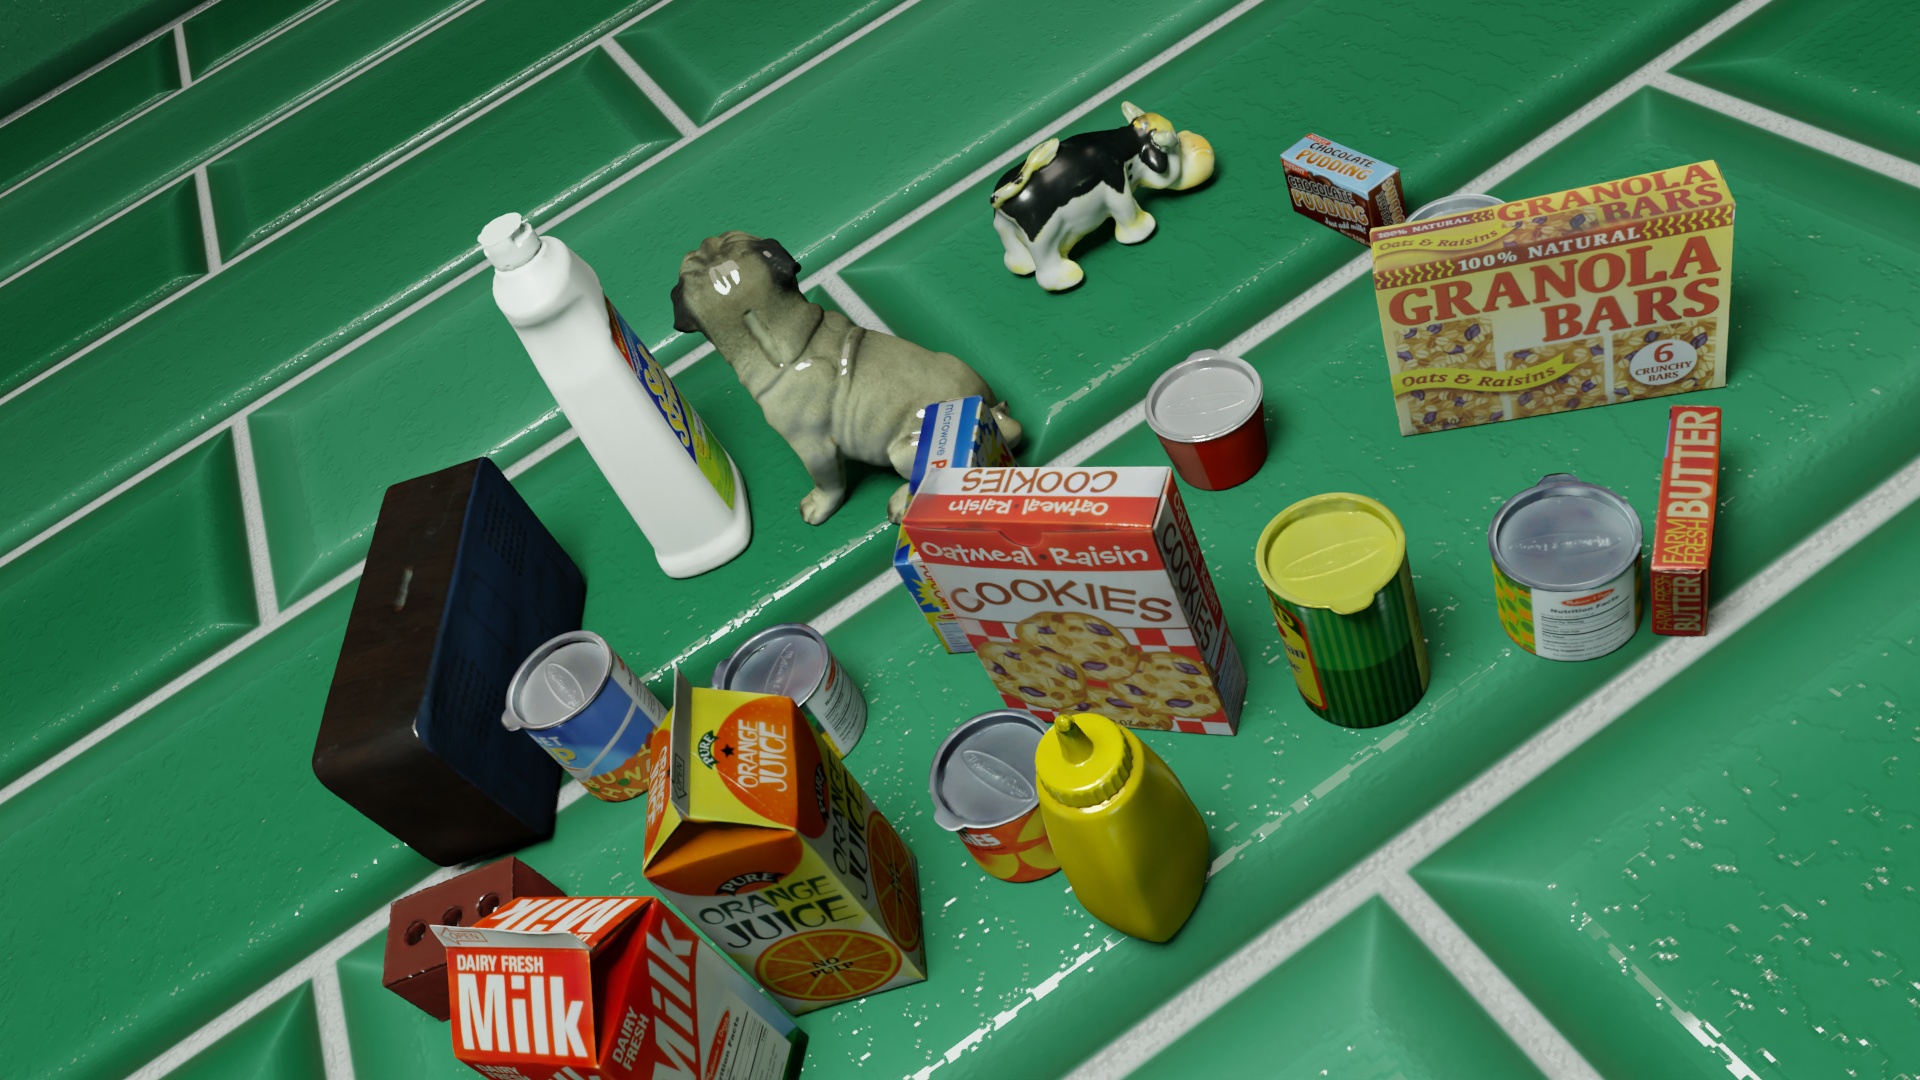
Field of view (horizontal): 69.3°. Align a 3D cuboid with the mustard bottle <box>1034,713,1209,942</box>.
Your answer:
[{"bbox_3d":[0.066,0.116,0.602,0.049,0.159,0.065,14,58,35],"label":"mustard bottle"}]

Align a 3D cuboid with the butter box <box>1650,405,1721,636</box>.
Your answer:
[{"bbox_3d":[0.345,-0.010,0.659,0.024,0.053,0.104,4,52,29],"label":"butter box"}]

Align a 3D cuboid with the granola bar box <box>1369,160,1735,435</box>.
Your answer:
[{"bbox_3d":[0.308,-0.122,0.730,0.165,0.123,0.039,-8,47,20],"label":"granola bar box"}]

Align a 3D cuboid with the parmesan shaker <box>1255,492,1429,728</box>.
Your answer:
[{"bbox_3d":[0.183,0.037,0.658,0.071,0.102,0.072,-14,46,15],"label":"parmesan shaker"}]

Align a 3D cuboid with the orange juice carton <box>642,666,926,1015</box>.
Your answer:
[{"bbox_3d":[-0.085,0.138,0.632,0.073,0.192,0.072,-18,45,10],"label":"orange juice carton"}]

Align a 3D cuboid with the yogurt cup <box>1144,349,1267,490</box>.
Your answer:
[{"bbox_3d":[0.146,-0.066,0.807,0.072,0.053,0.073,-14,46,15],"label":"yogurt cup"}]

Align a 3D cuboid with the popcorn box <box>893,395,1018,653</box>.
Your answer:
[{"bbox_3d":[0.003,-0.010,0.803,0.038,0.085,0.127,-8,47,20],"label":"popcorn box"}]

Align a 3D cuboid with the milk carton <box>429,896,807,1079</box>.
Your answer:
[{"bbox_3d":[-0.144,0.209,0.597,0.072,0.189,0.074,-6,48,22],"label":"milk carton"}]

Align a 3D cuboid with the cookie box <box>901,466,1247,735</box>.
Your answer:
[{"bbox_3d":[0.060,0.033,0.677,0.123,0.166,0.040,1,51,27],"label":"cookie box"}]

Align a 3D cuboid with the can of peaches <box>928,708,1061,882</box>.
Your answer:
[{"bbox_3d":[0.023,0.128,0.685,0.071,0.057,0.071,-14,46,15],"label":"can of peaches"}]

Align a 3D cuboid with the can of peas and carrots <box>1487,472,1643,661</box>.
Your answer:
[{"bbox_3d":[0.288,0.013,0.661,0.071,0.058,0.071,-14,46,15],"label":"can of peas and carrots"}]

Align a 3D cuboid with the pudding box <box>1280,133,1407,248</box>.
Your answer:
[{"bbox_3d":[0.251,-0.230,0.910,0.030,0.049,0.084,-37,44,-9],"label":"pudding box"}]

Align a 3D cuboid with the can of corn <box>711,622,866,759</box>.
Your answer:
[{"bbox_3d":[-0.095,0.089,0.779,0.071,0.058,0.071,-14,46,15],"label":"can of corn"}]

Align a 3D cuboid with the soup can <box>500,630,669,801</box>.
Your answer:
[{"bbox_3d":[-0.213,0.104,0.804,0.071,0.083,0.072,-14,46,15],"label":"soup can"}]

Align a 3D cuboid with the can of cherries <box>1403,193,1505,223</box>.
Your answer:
[{"bbox_3d":[0.298,-0.160,0.817,0.071,0.058,0.072,-14,46,15],"label":"can of cherries"}]
